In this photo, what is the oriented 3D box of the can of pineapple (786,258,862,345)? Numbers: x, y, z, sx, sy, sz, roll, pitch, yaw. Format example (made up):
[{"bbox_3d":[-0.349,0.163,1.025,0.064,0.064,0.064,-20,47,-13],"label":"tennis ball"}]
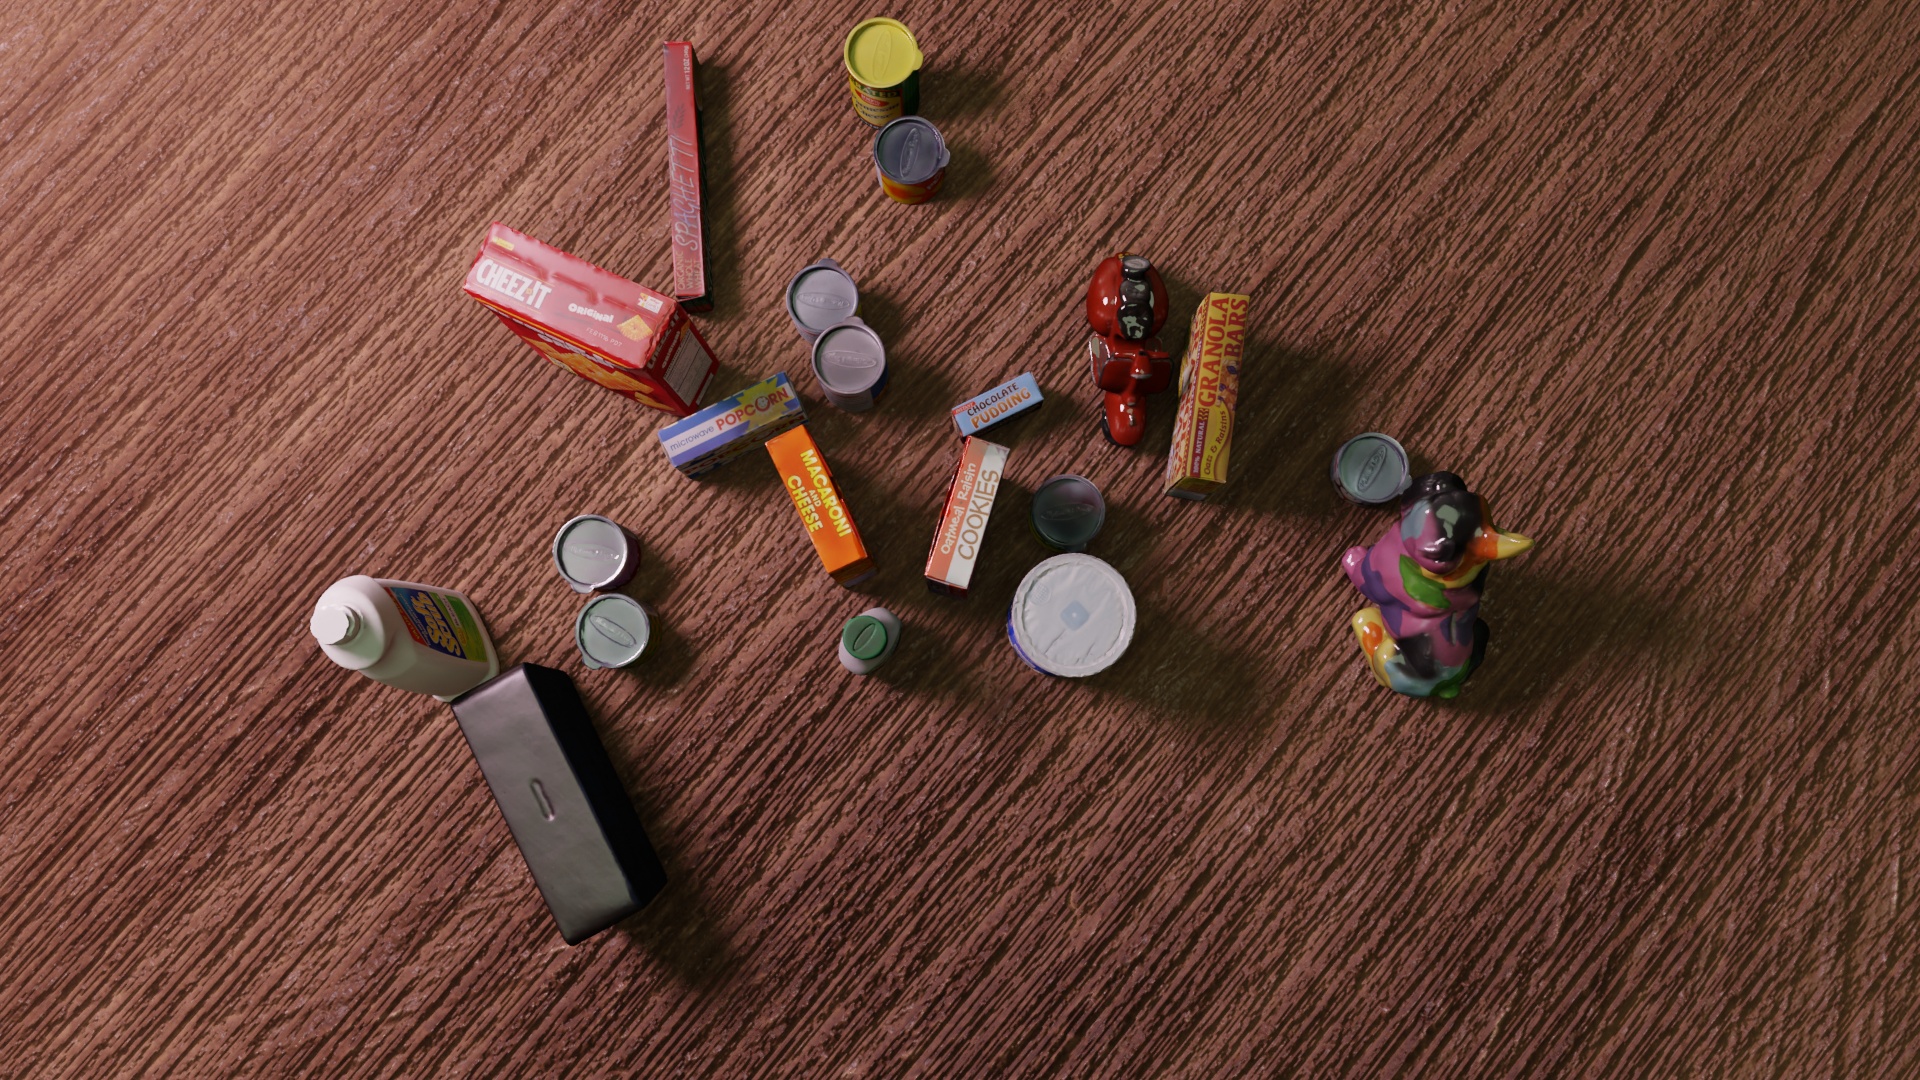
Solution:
[{"bbox_3d":[-0.124,-0.218,1.285,0.071,0.058,0.071,0,84,0],"label":"can of pineapple"}]

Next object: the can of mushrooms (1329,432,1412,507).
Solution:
[{"bbox_3d":[0.379,-0.063,1.284,0.071,0.033,0.071,0,84,0],"label":"can of mushrooms"}]

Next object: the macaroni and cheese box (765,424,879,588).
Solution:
[{"bbox_3d":[-0.117,-0.026,1.208,0.040,0.166,0.124,-26,85,-3],"label":"macaroni and cheese box"}]

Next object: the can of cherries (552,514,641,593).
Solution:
[{"bbox_3d":[-0.328,0.015,1.255,0.071,0.058,0.071,0,84,0],"label":"can of cherries"}]

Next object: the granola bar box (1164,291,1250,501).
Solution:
[{"bbox_3d":[0.218,-0.126,1.244,0.039,0.124,0.165,9,84,1],"label":"granola bar box"}]

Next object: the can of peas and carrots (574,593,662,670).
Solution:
[{"bbox_3d":[-0.307,0.084,1.247,0.071,0.058,0.071,0,84,0],"label":"can of peas and carrots"}]

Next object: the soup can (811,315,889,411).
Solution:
[{"bbox_3d":[-0.098,-0.159,1.265,0.071,0.083,0.071,0,84,0],"label":"soup can"}]

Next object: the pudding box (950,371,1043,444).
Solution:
[{"bbox_3d":[0.033,-0.122,1.279,0.084,0.049,0.030,-26,85,-3],"label":"pudding box"}]

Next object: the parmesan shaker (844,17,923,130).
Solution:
[{"bbox_3d":[-0.068,-0.429,1.287,0.071,0.103,0.071,0,84,0],"label":"parmesan shaker"}]

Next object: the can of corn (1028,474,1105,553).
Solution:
[{"bbox_3d":[0.096,-0.021,1.264,0.071,0.058,0.071,0,84,0],"label":"can of corn"}]

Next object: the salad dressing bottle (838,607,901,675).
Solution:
[{"bbox_3d":[-0.080,0.087,1.205,0.044,0.147,0.064,38,85,3],"label":"salad dressing bottle"}]

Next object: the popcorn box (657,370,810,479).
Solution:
[{"bbox_3d":[-0.203,-0.103,1.257,0.127,0.085,0.038,-26,85,-3],"label":"popcorn box"}]

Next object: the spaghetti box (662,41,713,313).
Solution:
[{"bbox_3d":[-0.255,-0.339,1.301,0.029,0.050,0.250,-4,83,-1],"label":"spaghetti box"}]

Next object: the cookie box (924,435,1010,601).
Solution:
[{"bbox_3d":[0.004,-0.015,1.207,0.040,0.167,0.123,16,84,1],"label":"cookie box"}]

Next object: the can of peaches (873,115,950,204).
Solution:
[{"bbox_3d":[-0.045,-0.354,1.301,0.071,0.058,0.071,0,84,0],"label":"can of peaches"}]
